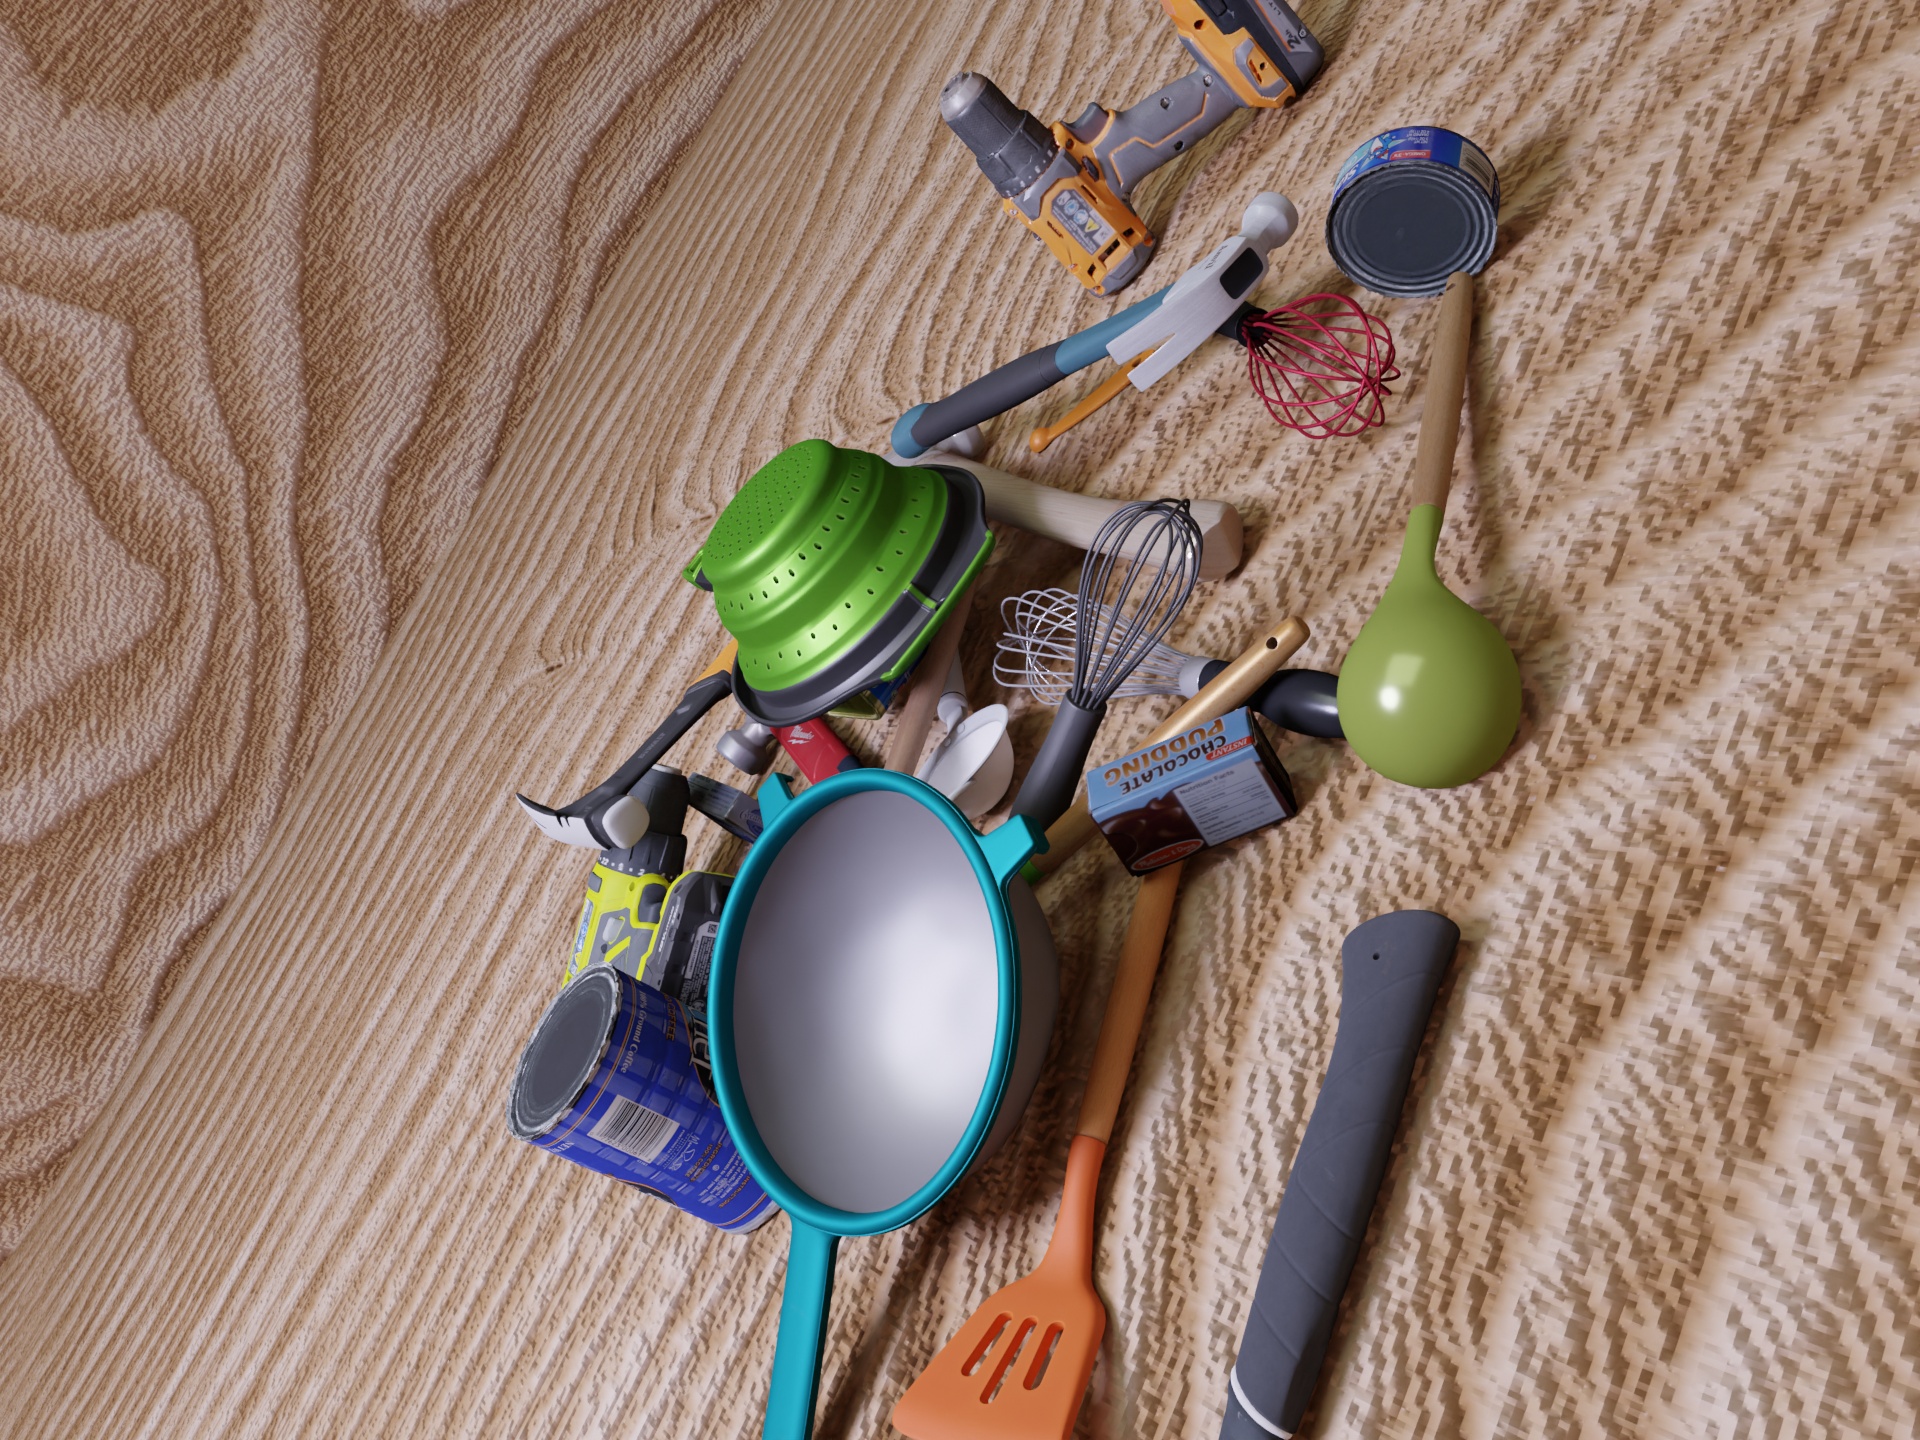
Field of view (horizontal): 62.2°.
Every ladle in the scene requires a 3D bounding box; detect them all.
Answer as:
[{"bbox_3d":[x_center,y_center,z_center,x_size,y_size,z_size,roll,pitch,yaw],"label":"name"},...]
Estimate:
[{"bbox_3d":[0.223,-0.103,0.728,0.078,0.062,0.320,-26,33,43],"label":"ladle"}]

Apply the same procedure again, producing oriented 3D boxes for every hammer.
[{"bbox_3d":[0.061,-0.225,0.997,0.331,0.033,0.128,-13,35,54],"label":"hammer"},{"bbox_3d":[0.035,-0.132,1.011,0.146,0.038,0.411,-36,27,-14],"label":"hammer"},{"bbox_3d":[-0.066,0.029,1.035,0.143,0.038,0.387,-53,27,2],"label":"hammer"},{"bbox_3d":[0.098,0.251,0.535,0.149,0.036,0.409,-6,54,54],"label":"hammer"},{"bbox_3d":[-0.166,-0.036,1.125,0.127,0.034,0.337,3,43,47],"label":"hammer"}]

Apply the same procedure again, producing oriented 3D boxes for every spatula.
[{"bbox_3d":[-0.039,0.042,0.908,0.060,0.018,0.316,-13,50,49],"label":"spatula"},{"bbox_3d":[0.059,0.157,0.693,0.081,0.041,0.323,-5,53,37],"label":"spatula"}]

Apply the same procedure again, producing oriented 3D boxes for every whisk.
[{"bbox_3d":[0.174,-0.219,0.904,0.073,0.073,0.296,-49,23,12],"label":"whisk"},{"bbox_3d":[0.062,-0.007,0.788,0.055,0.055,0.238,-102,27,-54],"label":"whisk"},{"bbox_3d":[0.103,-0.025,0.811,0.285,0.070,0.070,18,76,57],"label":"whisk"}]

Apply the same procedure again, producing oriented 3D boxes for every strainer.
[{"bbox_3d":[-0.032,0.196,0.756,0.211,0.095,0.340,6,87,46],"label":"strainer"},{"bbox_3d":[-0.002,-0.003,0.966,0.087,0.050,0.259,-43,24,18],"label":"strainer"}]

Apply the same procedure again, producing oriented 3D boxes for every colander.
[{"bbox_3d":[-0.130,-0.114,1.041,0.204,0.094,0.397,-54,29,-12],"label":"colander"}]

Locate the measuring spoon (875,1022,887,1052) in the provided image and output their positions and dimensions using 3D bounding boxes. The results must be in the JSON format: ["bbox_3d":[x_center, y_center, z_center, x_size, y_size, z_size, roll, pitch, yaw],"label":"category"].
[{"bbox_3d":[-0.050,0.160,0.895,0.042,0.021,0.129,-64,17,9],"label":"measuring spoon"}]

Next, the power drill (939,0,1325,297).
[{"bbox_3d":[0.113,-0.434,1.100,0.226,0.185,0.084,-44,28,15],"label":"power drill"}]

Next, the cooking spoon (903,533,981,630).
[{"bbox_3d":[-0.031,-0.130,1.173,0.068,0.017,0.319,-51,27,11],"label":"cooking spoon"}]

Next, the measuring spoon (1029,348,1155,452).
[{"bbox_3d":[0.088,-0.220,1.089,0.117,0.011,0.021,-33,35,36],"label":"measuring spoon"}]

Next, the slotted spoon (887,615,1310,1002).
[{"bbox_3d":[0.054,0.052,0.781,0.313,0.031,0.070,-45,61,30],"label":"slotted spoon"}]

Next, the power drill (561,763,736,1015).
[{"bbox_3d":[-0.192,0.134,1.041,0.229,0.080,0.190,15,90,61],"label":"power drill"}]
